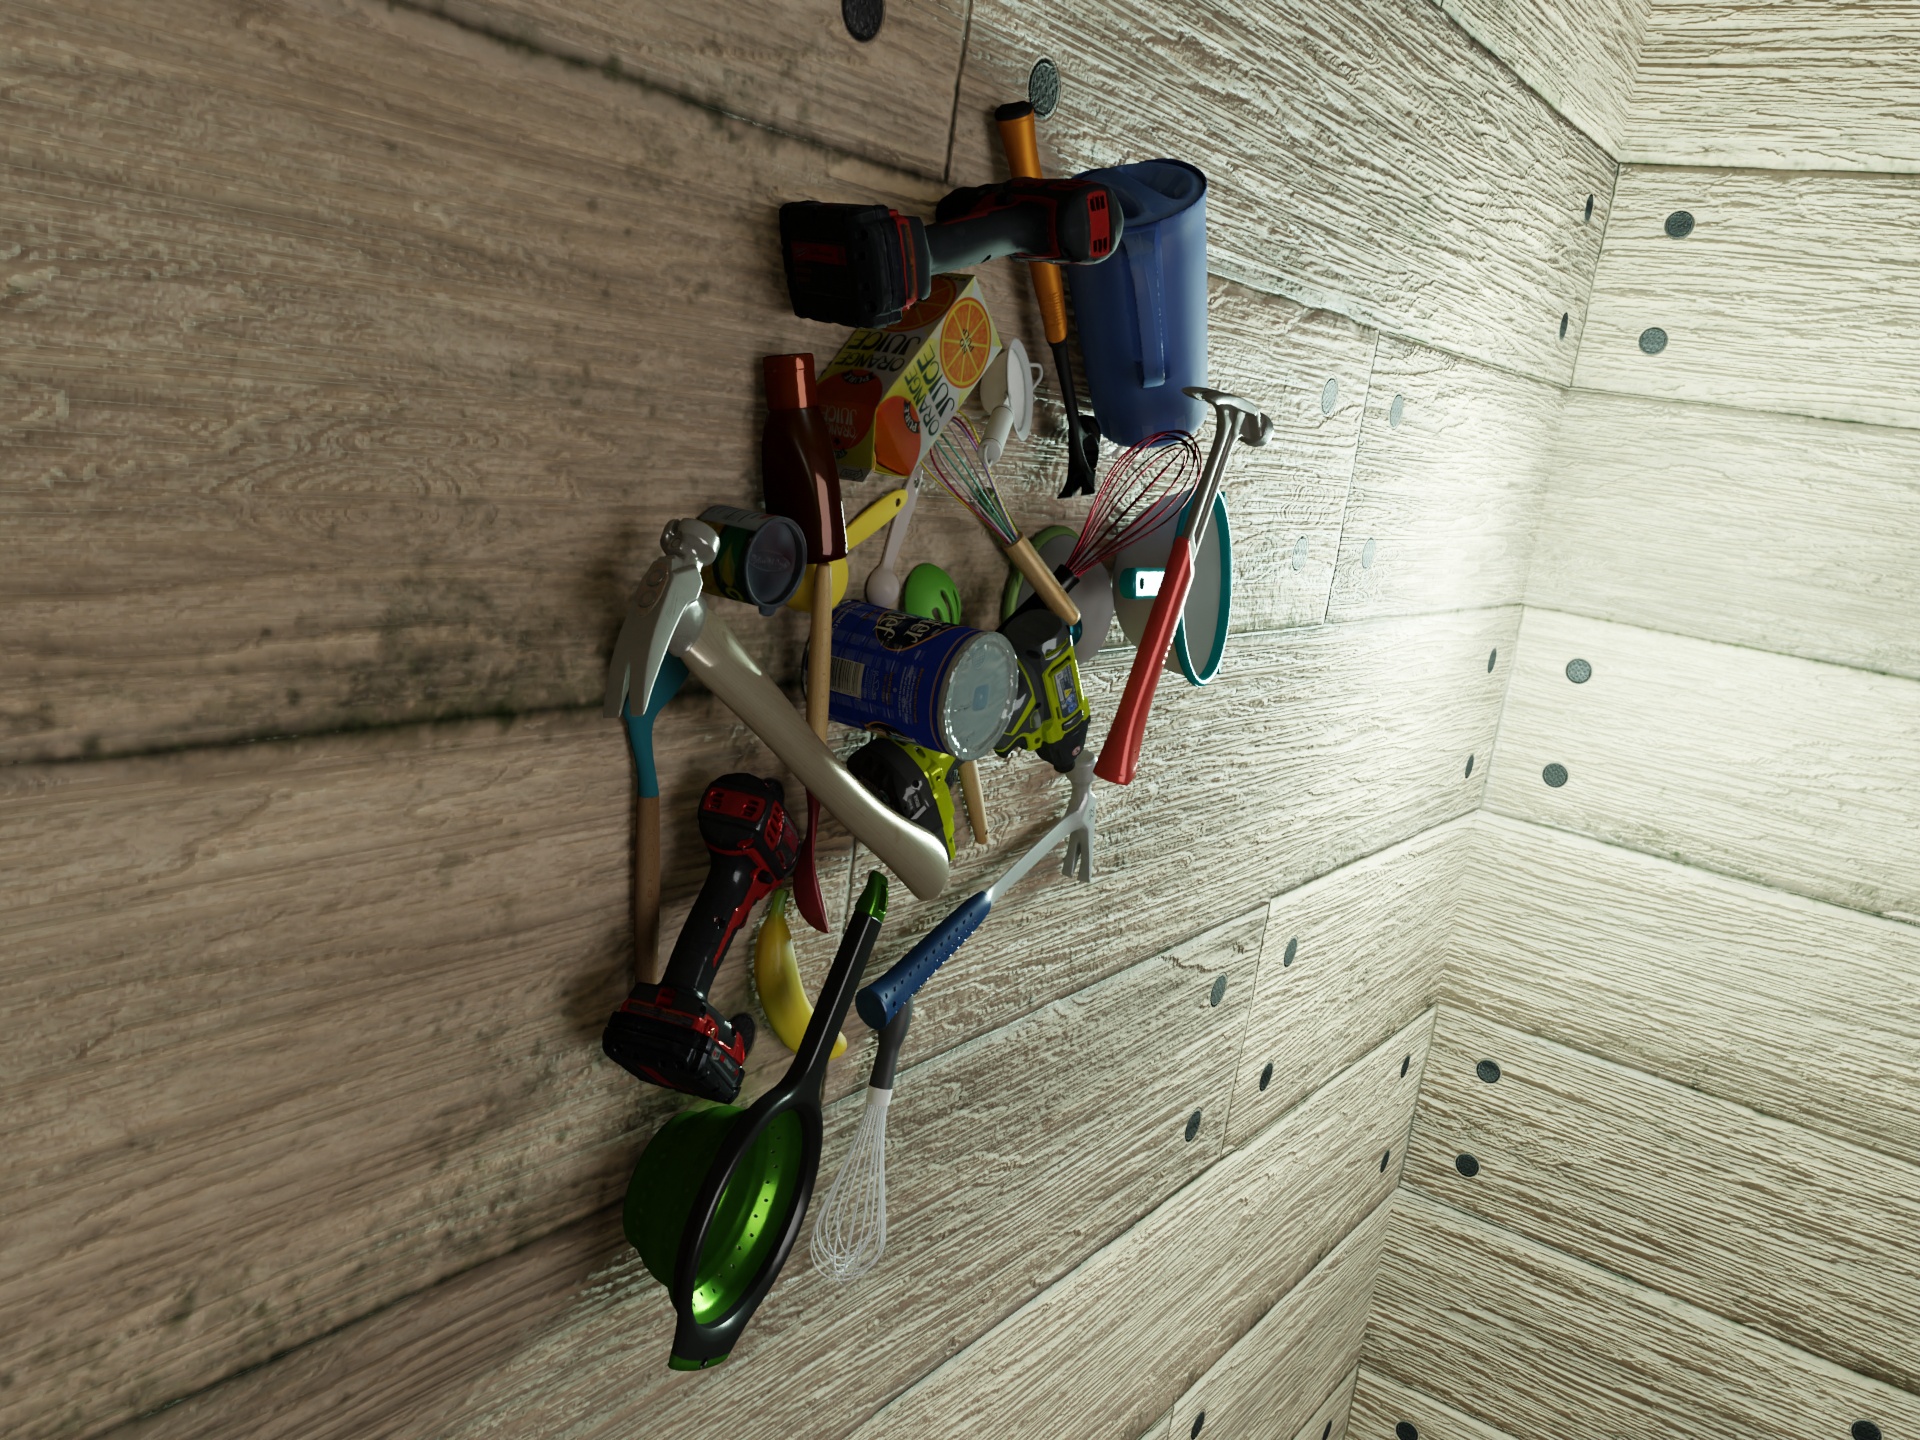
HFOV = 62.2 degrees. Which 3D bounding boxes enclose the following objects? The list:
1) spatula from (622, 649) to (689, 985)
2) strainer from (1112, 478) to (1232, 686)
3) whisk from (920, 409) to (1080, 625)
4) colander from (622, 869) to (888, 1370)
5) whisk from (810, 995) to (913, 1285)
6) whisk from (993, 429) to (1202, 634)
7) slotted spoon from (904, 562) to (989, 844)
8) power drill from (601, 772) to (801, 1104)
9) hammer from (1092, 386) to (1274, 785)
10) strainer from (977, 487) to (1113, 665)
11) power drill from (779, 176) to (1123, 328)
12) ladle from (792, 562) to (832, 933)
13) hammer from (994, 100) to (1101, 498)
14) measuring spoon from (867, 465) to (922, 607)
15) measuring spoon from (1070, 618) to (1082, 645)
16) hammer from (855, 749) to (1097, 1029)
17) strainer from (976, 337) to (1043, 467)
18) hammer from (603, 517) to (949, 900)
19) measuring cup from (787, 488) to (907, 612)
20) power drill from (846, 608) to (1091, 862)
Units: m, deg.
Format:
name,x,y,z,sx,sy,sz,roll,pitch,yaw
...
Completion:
name,x,y,z,sx,sy,sz,roll,pitch,yaw
spatula,-0.215,0.079,1.135,0.082,0.044,0.317,-33,132,-60
strainer,0.184,-0.136,1.574,0.340,0.095,0.211,-11,103,-65
whisk,0.035,-0.170,1.339,0.047,0.051,0.244,-47,122,-13
colander,-0.165,0.294,1.246,0.204,0.094,0.397,53,56,-67
whisk,-0.081,0.376,1.459,0.070,0.070,0.284,16,86,-58
whisk,0.110,-0.147,1.427,0.296,0.073,0.073,-48,144,-4
slotted spoon,-0.002,-0.005,1.441,0.070,0.031,0.313,-49,141,-38
power drill,-0.177,0.161,1.175,0.143,0.078,0.220,75,30,-64
hammer,0.186,-0.114,1.418,0.149,0.037,0.359,1,109,-58
strainer,0.087,-0.132,1.480,0.151,0.069,0.256,-63,147,-17
power drill,-0.019,-0.353,1.162,0.226,0.188,0.080,-22,119,-30
ladle,-0.113,0.027,1.252,0.031,0.069,0.315,0,113,-11
hammer,0.077,-0.358,1.371,0.127,0.034,0.336,-78,158,-52
measuring spoon,-0.048,-0.151,1.314,0.034,0.018,0.124,23,83,-57
measuring spoon,0.057,-0.063,1.453,0.128,0.021,0.042,-24,123,-13
hammer,0.029,0.176,1.536,0.405,0.035,0.144,-38,133,-48
strainer,0.033,-0.253,1.304,0.259,0.050,0.086,-74,157,-63
hammer,-0.113,0.035,1.153,0.410,0.038,0.146,51,44,-47
measuring cup,-0.082,-0.139,1.255,0.156,0.029,0.062,-45,137,-34
power drill,0.020,0.028,1.386,0.223,0.080,0.171,-37,136,-23
